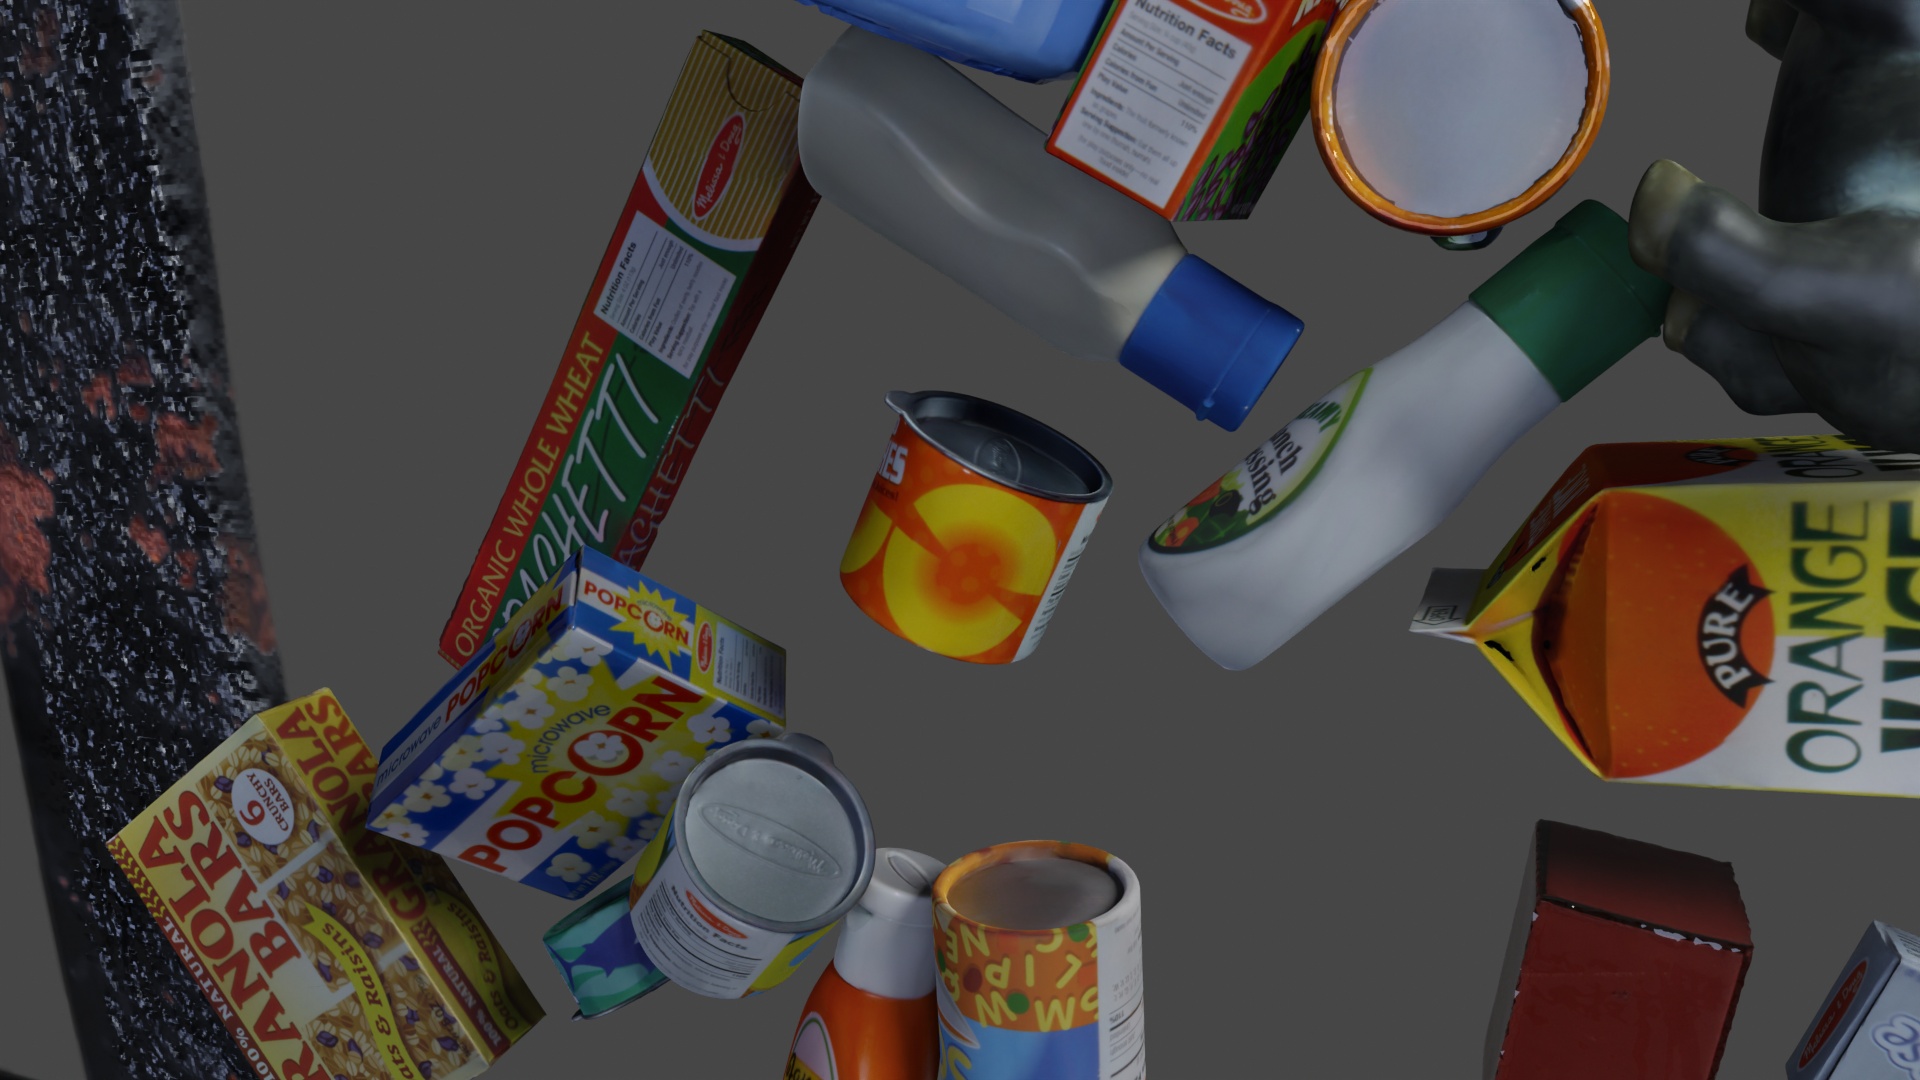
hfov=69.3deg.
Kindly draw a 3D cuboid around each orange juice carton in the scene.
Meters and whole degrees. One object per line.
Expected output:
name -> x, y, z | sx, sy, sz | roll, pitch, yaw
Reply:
orange juice carton -> 0.210, 0.014, 0.329 | 0.192, 0.072, 0.073 | -1, 102, 22

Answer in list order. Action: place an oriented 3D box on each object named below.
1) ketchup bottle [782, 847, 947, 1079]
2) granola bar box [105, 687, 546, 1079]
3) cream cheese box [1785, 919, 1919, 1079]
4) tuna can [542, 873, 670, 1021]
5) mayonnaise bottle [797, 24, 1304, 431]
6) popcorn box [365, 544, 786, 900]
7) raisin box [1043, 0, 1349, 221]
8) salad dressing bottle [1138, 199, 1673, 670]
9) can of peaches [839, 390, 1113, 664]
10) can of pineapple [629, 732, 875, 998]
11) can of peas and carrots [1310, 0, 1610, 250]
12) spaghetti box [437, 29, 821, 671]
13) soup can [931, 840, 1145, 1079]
ketchup bottle -> -0.033, 0.181, 0.480 | 0.065, 0.043, 0.148 | 29, 109, 55
granola bar box -> -0.265, 0.162, 0.578 | 0.124, 0.039, 0.165 | -35, 88, 25
cream cheese box -> 0.280, 0.145, 0.358 | 0.104, 0.024, 0.053 | 23, 111, 16
tuna can -> -0.114, 0.138, 0.494 | 0.071, 0.071, 0.033 | -30, 89, 26
mayonnaise bottle -> 0.024, -0.085, 0.389 | 0.148, 0.064, 0.041 | 34, 74, 8
popcorn box -> -0.131, 0.068, 0.477 | 0.085, 0.038, 0.126 | 33, 120, -32
raisin box -> 0.076, -0.141, 0.337 | 0.040, 0.086, 0.123 | 35, 114, 14
salad dressing bottle -> 0.116, -0.026, 0.366 | 0.147, 0.064, 0.044 | -41, 99, 17
can of peaches -> 0.001, -0.005, 0.412 | 0.071, 0.071, 0.057 | 28, 113, 14
can of pineapple -> -0.067, 0.106, 0.453 | 0.071, 0.071, 0.057 | 43, 134, 8
can of peas and carrots -> 0.123, -0.106, 0.342 | 0.071, 0.059, 0.070 | 6, 105, 22
spaghetti box -> -0.112, -0.045, 0.470 | 0.050, 0.029, 0.249 | 35, 113, 11
soup can -> 0.022, 0.147, 0.440 | 0.071, 0.071, 0.083 | 2, 103, 22
